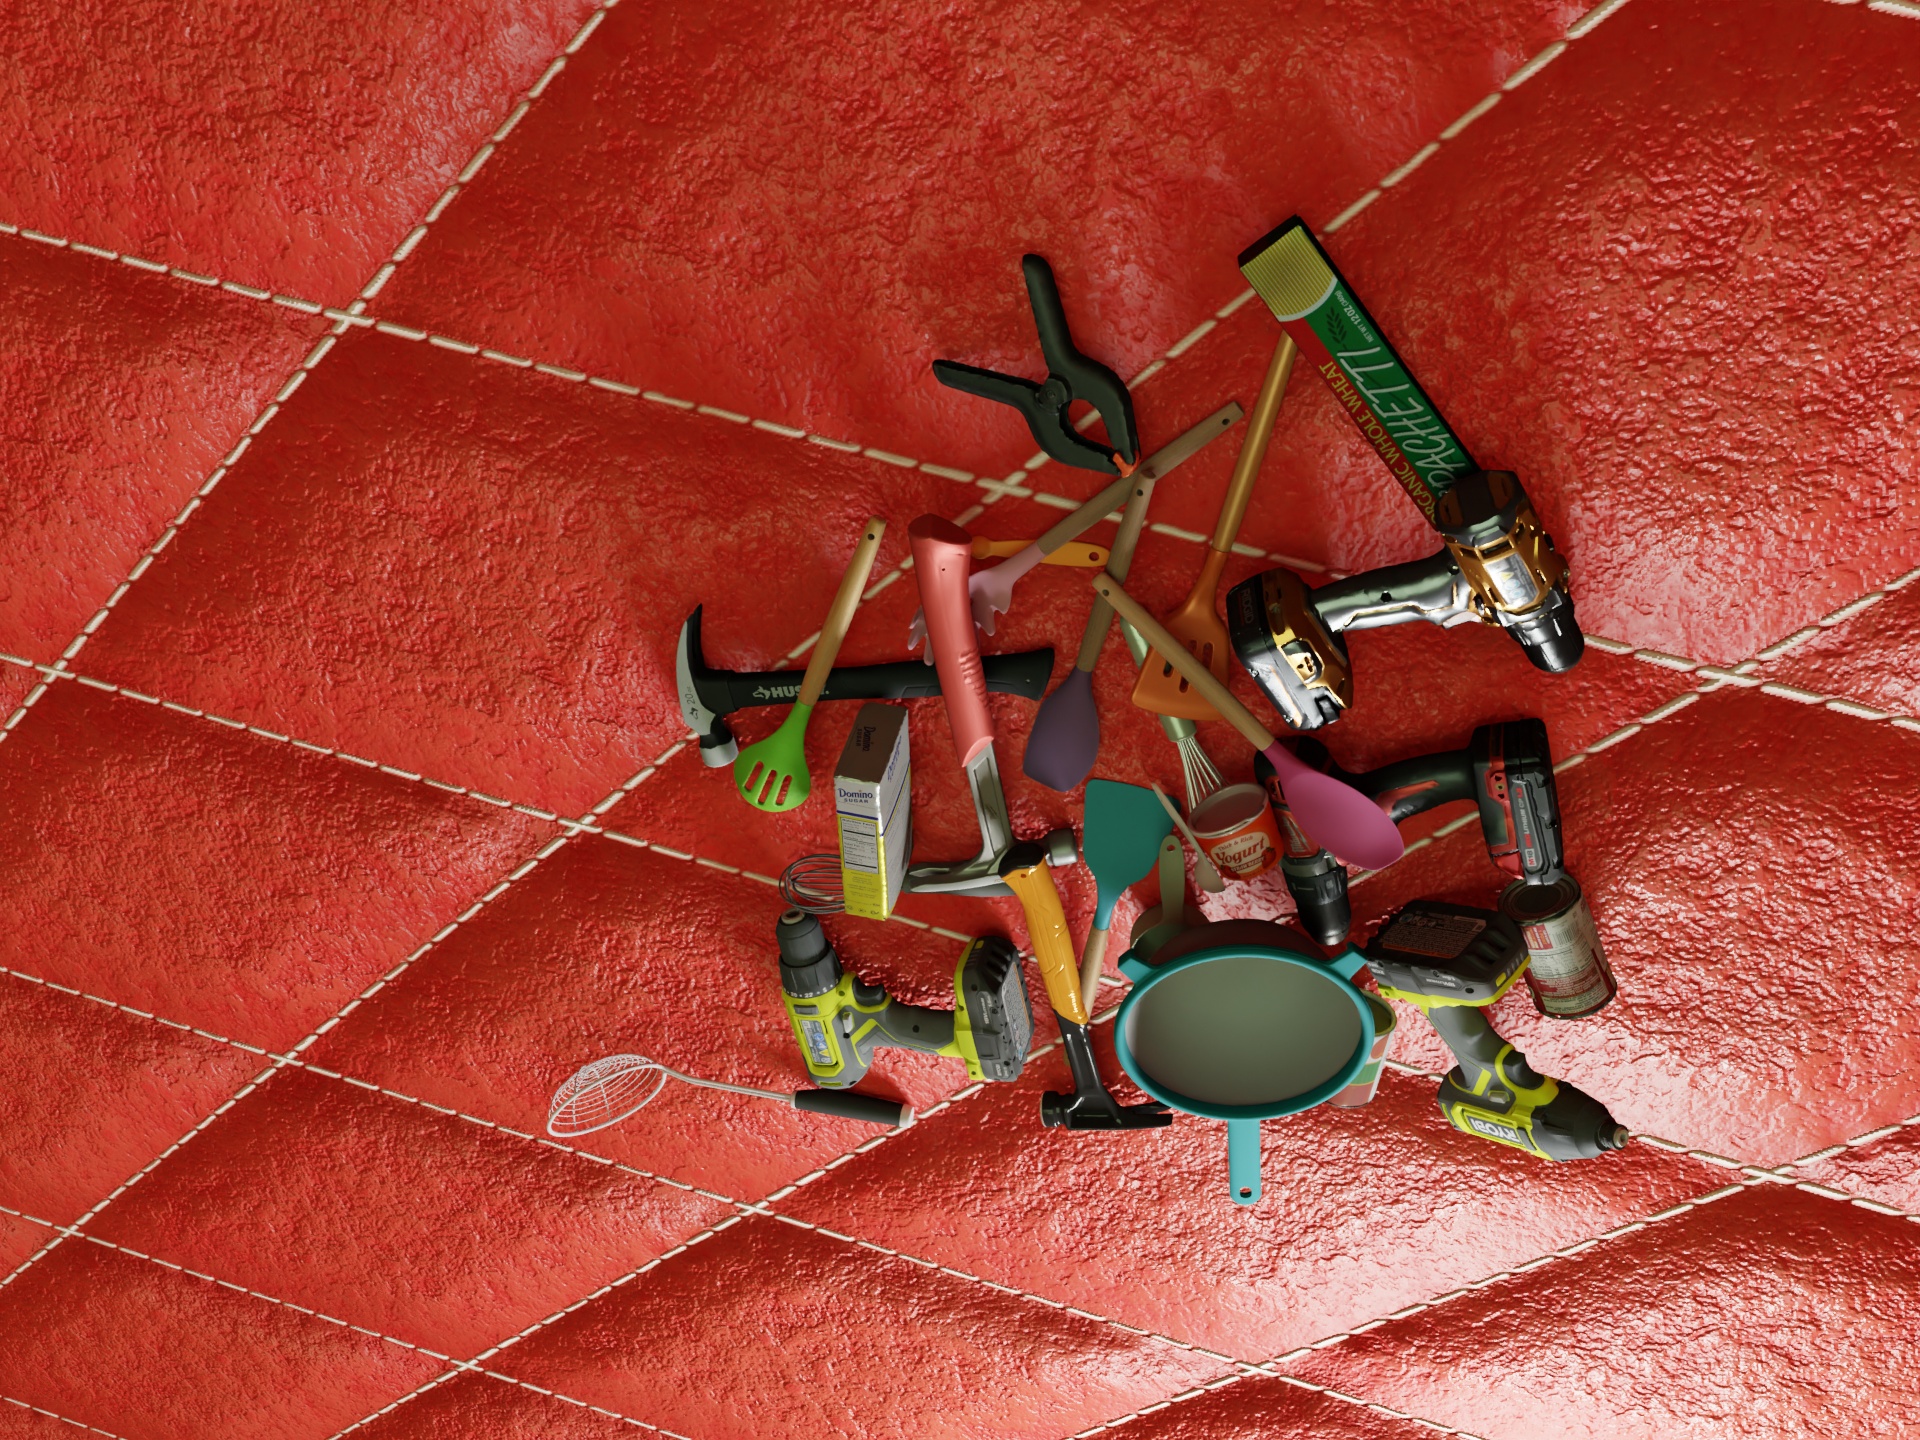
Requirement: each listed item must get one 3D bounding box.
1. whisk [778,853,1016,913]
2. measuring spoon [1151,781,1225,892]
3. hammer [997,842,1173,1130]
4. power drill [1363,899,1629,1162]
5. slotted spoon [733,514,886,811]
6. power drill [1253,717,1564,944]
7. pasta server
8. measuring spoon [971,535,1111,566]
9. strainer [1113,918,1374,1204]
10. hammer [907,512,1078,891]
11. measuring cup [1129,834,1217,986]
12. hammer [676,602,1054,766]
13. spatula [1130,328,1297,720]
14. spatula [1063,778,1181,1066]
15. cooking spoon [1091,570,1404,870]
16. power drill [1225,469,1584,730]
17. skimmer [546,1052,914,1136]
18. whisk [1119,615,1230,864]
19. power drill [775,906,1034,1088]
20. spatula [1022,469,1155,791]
[{"bbox_3d":[-0.048,0.146,1.428,0.239,0.055,0.055,-2,119,12],"label":"whisk"},{"bbox_3d":[0.186,0.101,1.334,0.018,0.034,0.124,-36,114,-2],"label":"measuring spoon"},{"bbox_3d":[0.101,0.244,1.416,0.127,0.034,0.336,-5,125,18],"label":"hammer"},{"bbox_3d":[0.439,0.261,1.305,0.223,0.080,0.171,58,155,-17],"label":"power drill"},{"bbox_3d":[-0.121,-0.037,1.311,0.070,0.031,0.313,24,122,-2],"label":"slotted spoon"},{"bbox_3d":[0.357,0.092,1.267,0.227,0.080,0.187,-7,117,23],"label":"power drill"},{"bbox_3d":[0.085,-0.143,1.218,0.316,0.040,0.060,-34,122,24],"label":"pasta server"},{"bbox_3d":[0.062,-0.132,1.254,0.117,0.011,0.021,6,121,12],"label":"measuring spoon"},{"bbox_3d":[0.242,0.284,1.373,0.211,0.095,0.340,-3,129,8],"label":"strainer"},{"bbox_3d":[-0.002,-0.004,1.280,0.149,0.037,0.358,-10,128,4],"label":"hammer"},{"bbox_3d":[0.181,0.155,1.364,0.083,0.038,0.167,-3,123,5],"label":"measuring cup"},{"bbox_3d":[-0.083,-0.037,1.337,0.335,0.035,0.146,-3,119,17],"label":"hammer"},{"bbox_3d":[0.204,-0.147,1.189,0.081,0.041,0.322,10,121,-6],"label":"spatula"},{"bbox_3d":[0.125,0.194,1.422,0.082,0.044,0.317,13,127,6],"label":"spatula"},{"bbox_3d":[0.218,0.000,1.218,0.319,0.017,0.068,44,137,-4],"label":"cooking spoon"},{"bbox_3d":[0.333,-0.070,1.166,0.226,0.084,0.185,-23,132,25],"label":"power drill"},{"bbox_3d":[-0.232,0.400,1.601,0.363,0.090,0.127,7,153,9],"label":"skimmer"},{"bbox_3d":[0.183,0.018,1.290,0.059,0.058,0.246,0,120,54],"label":"whisk"},{"bbox_3d":[-0.059,0.257,1.478,0.228,0.080,0.190,-2,119,20],"label":"power drill"},{"bbox_3d":[0.107,-0.062,1.263,0.060,0.018,0.315,25,130,13],"label":"spatula"}]
